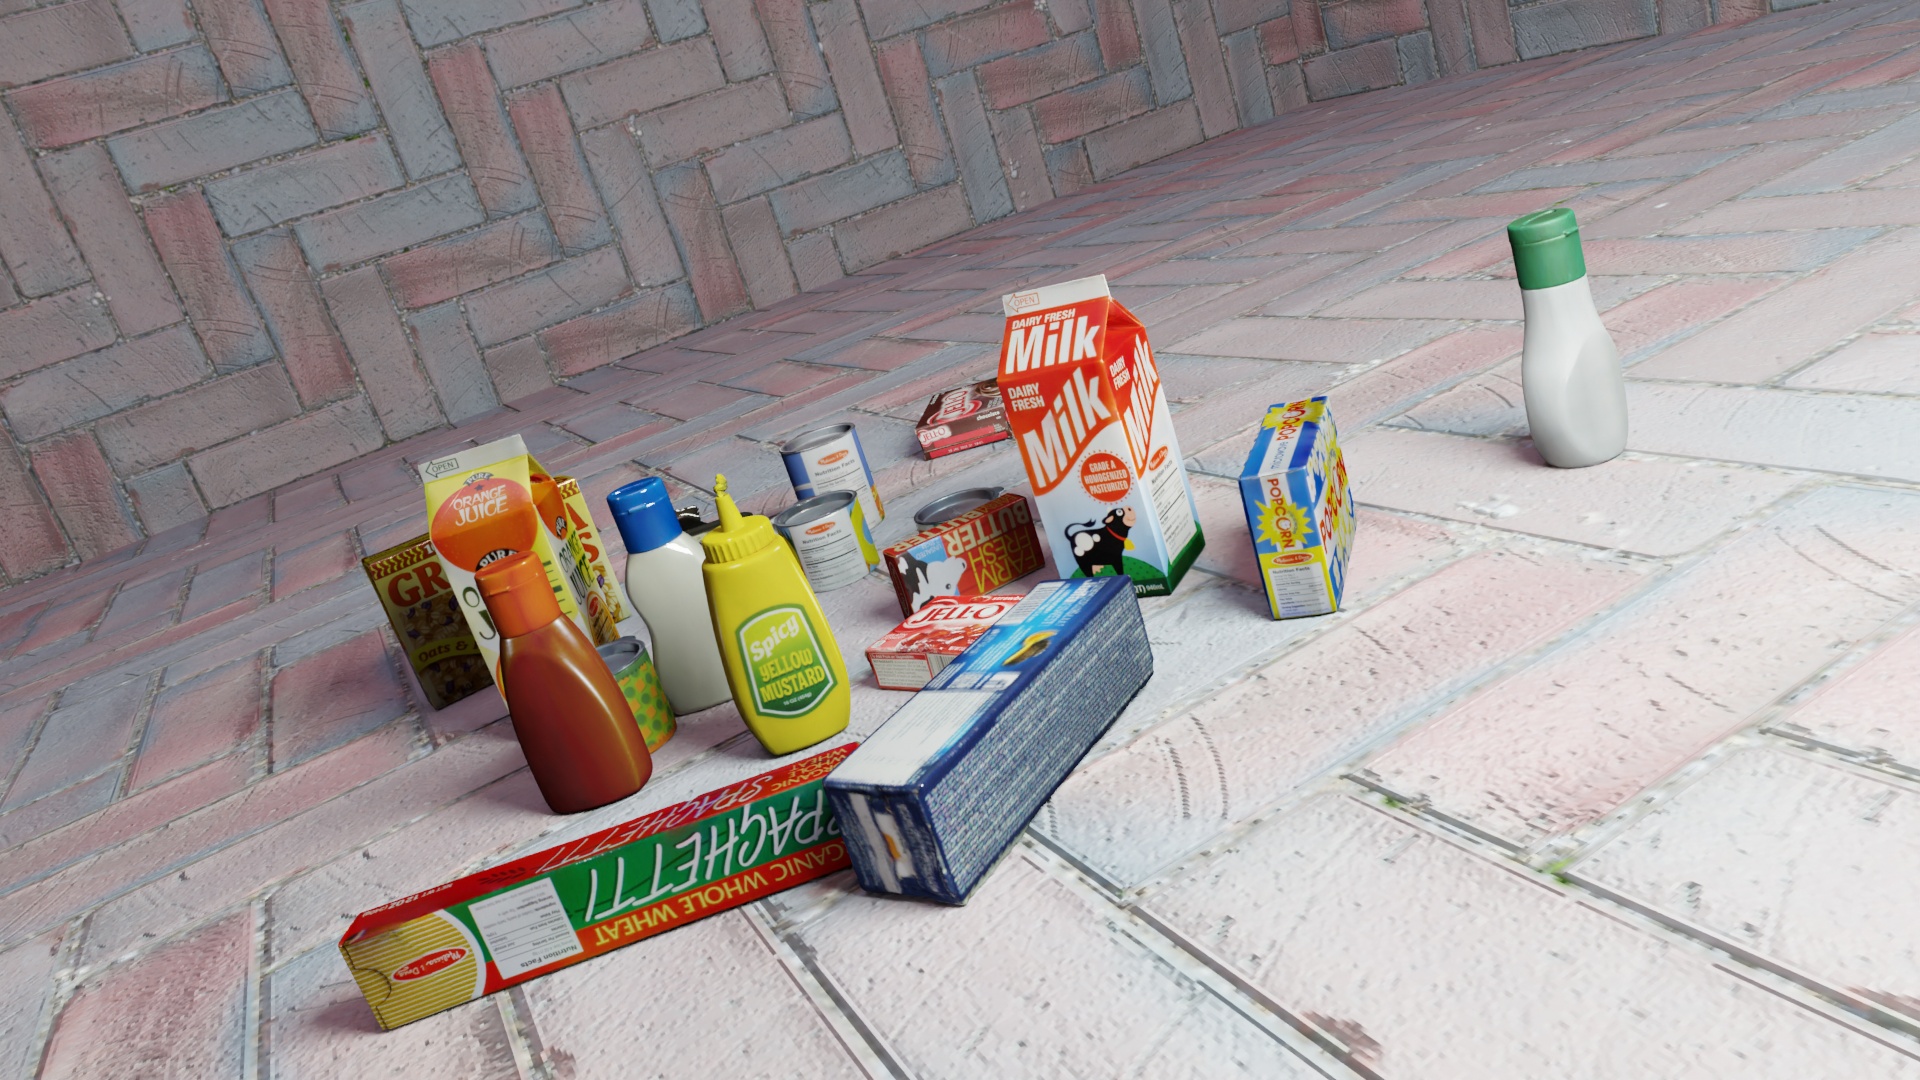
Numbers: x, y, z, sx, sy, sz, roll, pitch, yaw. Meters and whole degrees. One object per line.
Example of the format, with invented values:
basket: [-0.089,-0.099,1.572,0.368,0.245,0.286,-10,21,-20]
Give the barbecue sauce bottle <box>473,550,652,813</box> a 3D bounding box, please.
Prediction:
barbecue sauce bottle: [-0.229,0.080,0.786,0.065,0.148,0.044,-16,17,9]

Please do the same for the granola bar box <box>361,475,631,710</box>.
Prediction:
granola bar box: [-0.358,0.038,1.081,0.166,0.124,0.039,-28,19,-28]

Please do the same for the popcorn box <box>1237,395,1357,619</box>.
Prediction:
popcorn box: [0.192,-0.021,0.781,0.038,0.085,0.127,-10,19,24]

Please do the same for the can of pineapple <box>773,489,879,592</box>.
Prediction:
can of pineapple: [-0.100,0.000,1.051,0.071,0.057,0.071,-16,17,5]

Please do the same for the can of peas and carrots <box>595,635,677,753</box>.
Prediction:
can of peas and carrots: [-0.215,0.101,0.858,0.071,0.058,0.071,-17,17,5]

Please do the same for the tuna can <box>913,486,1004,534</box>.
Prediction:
tuna can: [0.004,-0.013,1.028,0.071,0.032,0.071,-16,17,5]

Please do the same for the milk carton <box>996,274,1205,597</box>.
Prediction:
milk carton: [0.082,-0.064,0.842,0.072,0.190,0.074,-7,20,31]

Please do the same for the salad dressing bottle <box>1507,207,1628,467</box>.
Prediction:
salad dressing bottle: [0.352,-0.117,0.810,0.064,0.147,0.044,-27,19,-26]

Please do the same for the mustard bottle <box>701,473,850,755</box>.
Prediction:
mustard bottle: [-0.110,0.039,0.772,0.065,0.159,0.049,-22,17,-13]

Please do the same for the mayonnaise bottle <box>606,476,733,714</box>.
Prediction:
mayonnaise bottle: [-0.179,0.034,0.876,0.065,0.147,0.041,-19,17,-4]

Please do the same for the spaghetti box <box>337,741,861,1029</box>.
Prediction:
spaghetti box: [-0.152,0.157,0.639,0.250,0.050,0.029,-19,17,-3]

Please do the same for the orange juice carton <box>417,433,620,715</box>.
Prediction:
orange juice carton: [-0.293,0.027,0.935,0.072,0.192,0.073,-18,17,-1]

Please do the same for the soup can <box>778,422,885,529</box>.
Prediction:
soup can: [-0.107,-0.049,1.160,0.071,0.083,0.071,-17,17,5]

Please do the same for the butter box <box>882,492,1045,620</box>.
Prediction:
butter box: [0.003,0.012,0.920,0.104,0.053,0.024,-25,18,-22]
